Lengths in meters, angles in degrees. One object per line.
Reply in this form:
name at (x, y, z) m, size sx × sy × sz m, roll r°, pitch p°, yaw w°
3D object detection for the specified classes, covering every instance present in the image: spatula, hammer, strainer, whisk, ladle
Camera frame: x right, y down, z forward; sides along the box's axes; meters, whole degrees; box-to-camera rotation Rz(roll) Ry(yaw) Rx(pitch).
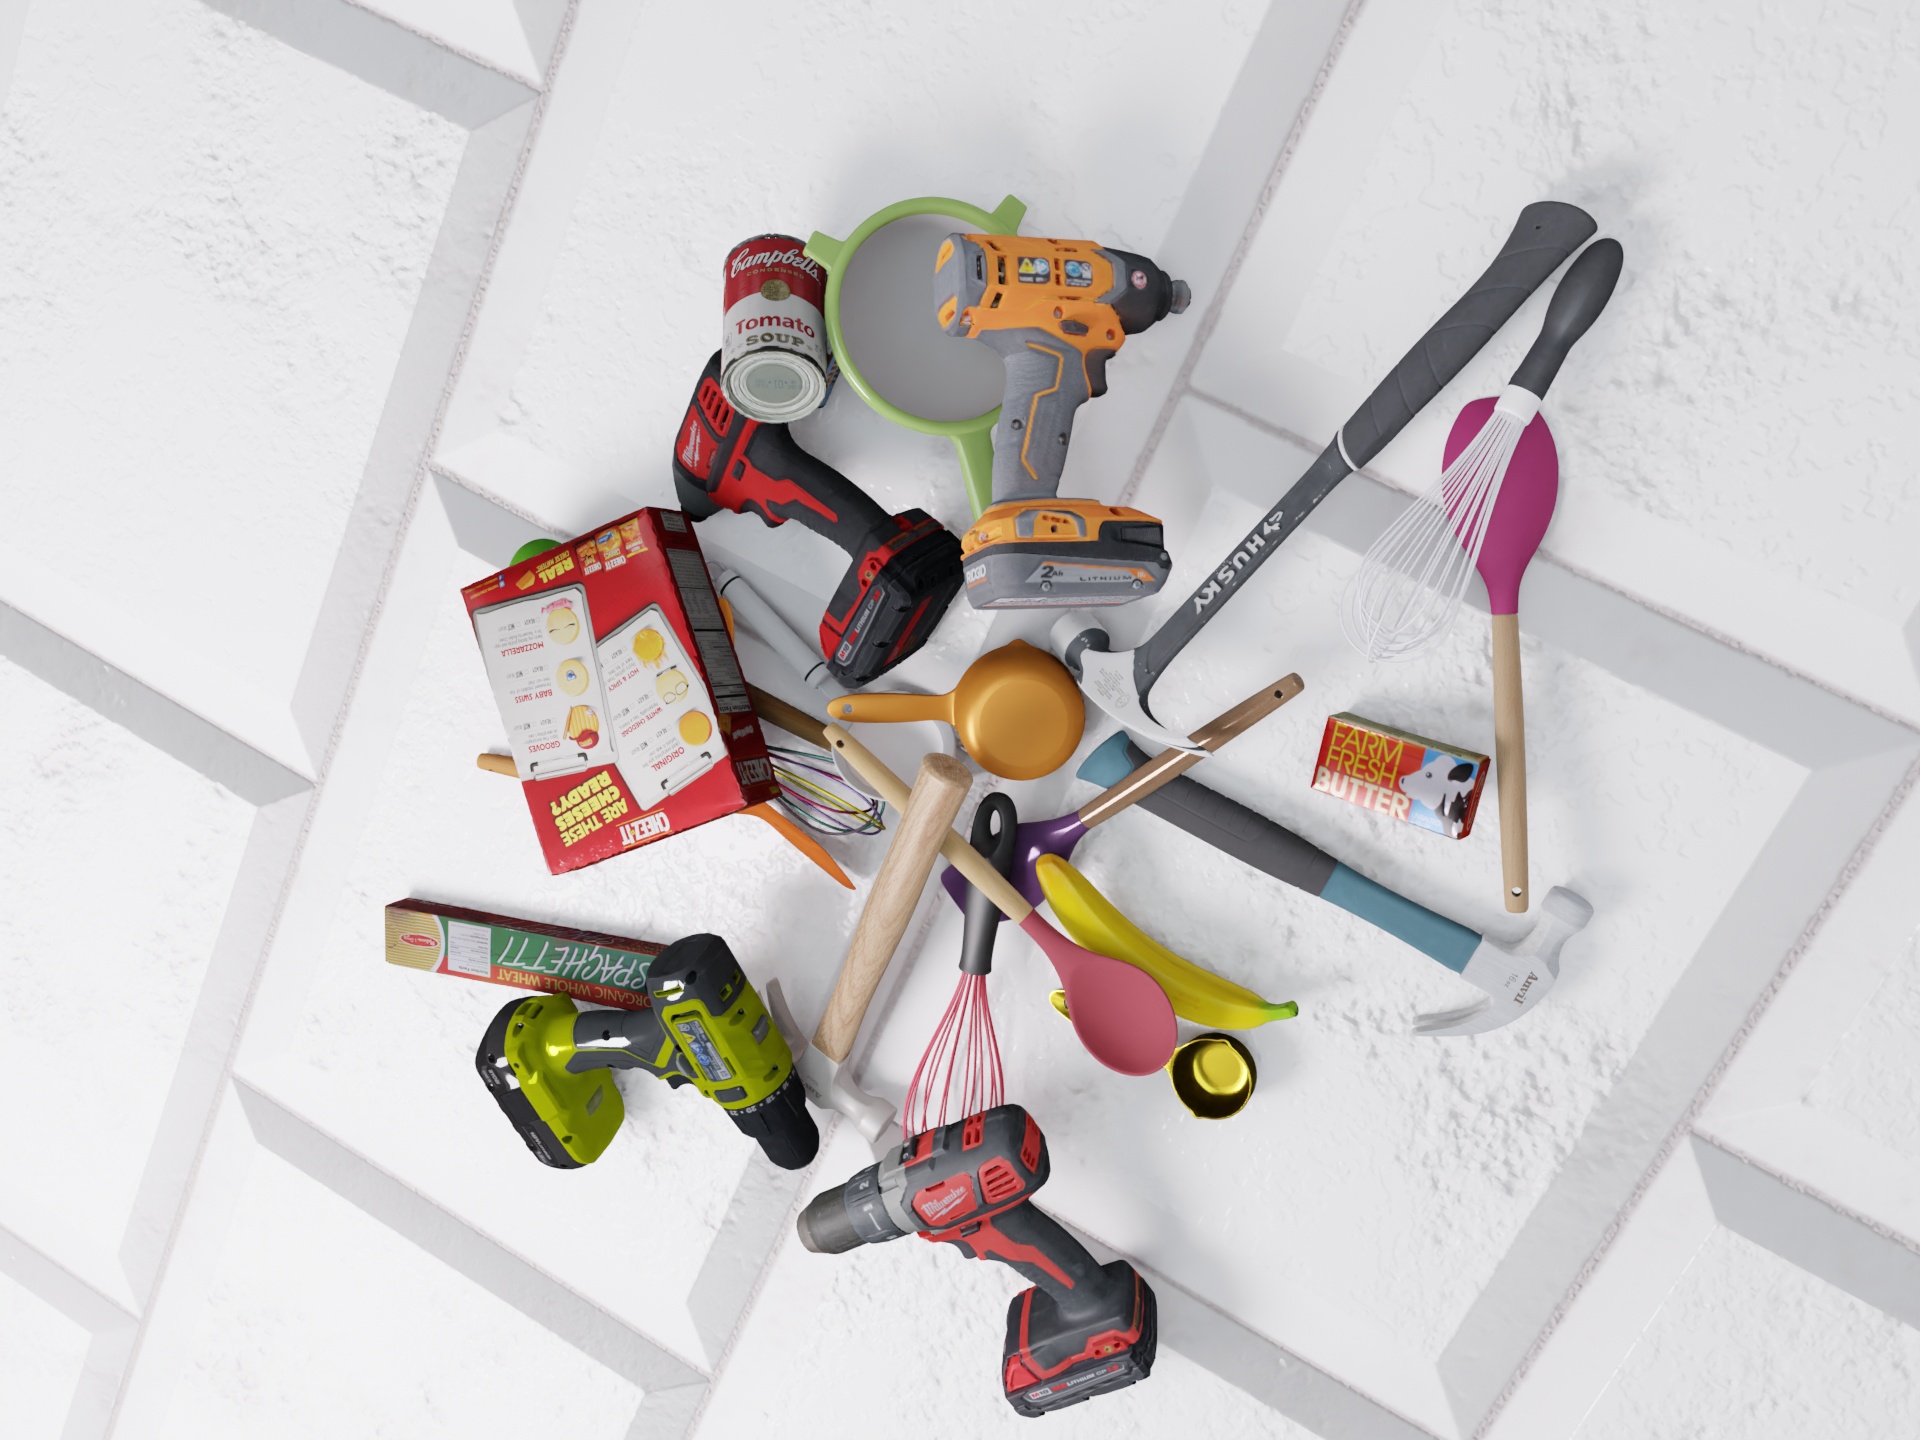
spatula at (0.102, 0.055, 1.053) m, size 0.316 × 0.018 × 0.060 m, roll -37°, pitch 88°, yaw 34°
hammer at (0.230, 0.096, 1.046) m, size 0.331 × 0.033 × 0.128 m, roll 28°, pitch 106°, yaw 11°
strainer at (-0.093, -0.026, 1.121) m, size 0.087 × 0.050 × 0.258 m, roll -40°, pitch 77°, yaw -21°
strainer at (-0.007, -0.205, 1.037) m, size 0.151 × 0.069 × 0.256 m, roll -17°, pitch 97°, yaw -18°
whisk at (0.314, -0.159, 0.944) m, size 0.070 × 0.070 × 0.284 m, roll 30°, pitch 95°, yaw 10°
hammer at (-0.061, 0.152, 1.096) m, size 0.130 × 0.031 × 0.331 m, roll 33°, pitch 127°, yaw 14°
hammer at (0.227, -0.150, 0.975) m, size 0.409 × 0.036 × 0.149 m, roll -48°, pitch 46°, yaw 14°
whisk at (0.008, 0.192, 1.112) m, size 0.073 × 0.073 × 0.295 m, roll 11°, pitch 103°, yaw 15°
ladle at (0.024, 0.114, 1.060) m, size 0.315 × 0.031 × 0.069 m, roll 44°, pitch 106°, yaw 3°
whisk at (-0.158, 0.020, 1.149) m, size 0.245 × 0.047 × 0.051 m, roll 26°, pitch 108°, yaw 15°
spatula at (-0.225, 0.064, 1.175) m, size 0.323 × 0.081 × 0.041 m, roll 10°, pitch 66°, yaw 19°

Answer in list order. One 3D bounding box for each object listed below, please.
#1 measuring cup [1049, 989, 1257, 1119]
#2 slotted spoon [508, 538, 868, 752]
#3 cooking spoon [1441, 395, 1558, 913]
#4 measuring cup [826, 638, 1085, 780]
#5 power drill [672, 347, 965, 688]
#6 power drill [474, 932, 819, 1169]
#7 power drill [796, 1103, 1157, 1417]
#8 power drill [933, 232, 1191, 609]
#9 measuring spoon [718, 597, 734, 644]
measuring cup at (0.134, 0.223, 1.109) m, size 0.157 × 0.029 × 0.062 m, roll 24°, pitch 107°, yaw 24°
slotted spoon at (-0.204, -0.045, 1.160) m, size 0.314 × 0.031 × 0.070 m, roll 27°, pitch 107°, yaw 9°
cooking spoon at (0.337, -0.040, 0.981) m, size 0.069 × 0.017 × 0.319 m, roll -2°, pitch 93°, yaw 18°
measuring cup at (-0.002, -0.003, 1.058) m, size 0.173 × 0.052 × 0.095 m, roll 0°, pitch 103°, yaw -6°
power drill at (-0.108, -0.134, 1.076) m, size 0.220 × 0.078 × 0.143 m, roll 45°, pitch 135°, yaw 10°
power drill at (-0.225, 0.263, 1.173) m, size 0.228 × 0.080 × 0.190 m, roll -16°, pitch 112°, yaw 27°
power drill at (0.014, 0.377, 1.102) m, size 0.188 × 0.080 × 0.226 m, roll -28°, pitch 112°, yaw 20°
power drill at (0.072, -0.186, 0.985) m, size 0.164 × 0.084 × 0.226 m, roll -3°, pitch 87°, yaw -18°
measuring spoon at (-0.173, -0.029, 1.127) m, size 0.021 × 0.011 × 0.117 m, roll 4°, pitch 94°, yaw 21°
